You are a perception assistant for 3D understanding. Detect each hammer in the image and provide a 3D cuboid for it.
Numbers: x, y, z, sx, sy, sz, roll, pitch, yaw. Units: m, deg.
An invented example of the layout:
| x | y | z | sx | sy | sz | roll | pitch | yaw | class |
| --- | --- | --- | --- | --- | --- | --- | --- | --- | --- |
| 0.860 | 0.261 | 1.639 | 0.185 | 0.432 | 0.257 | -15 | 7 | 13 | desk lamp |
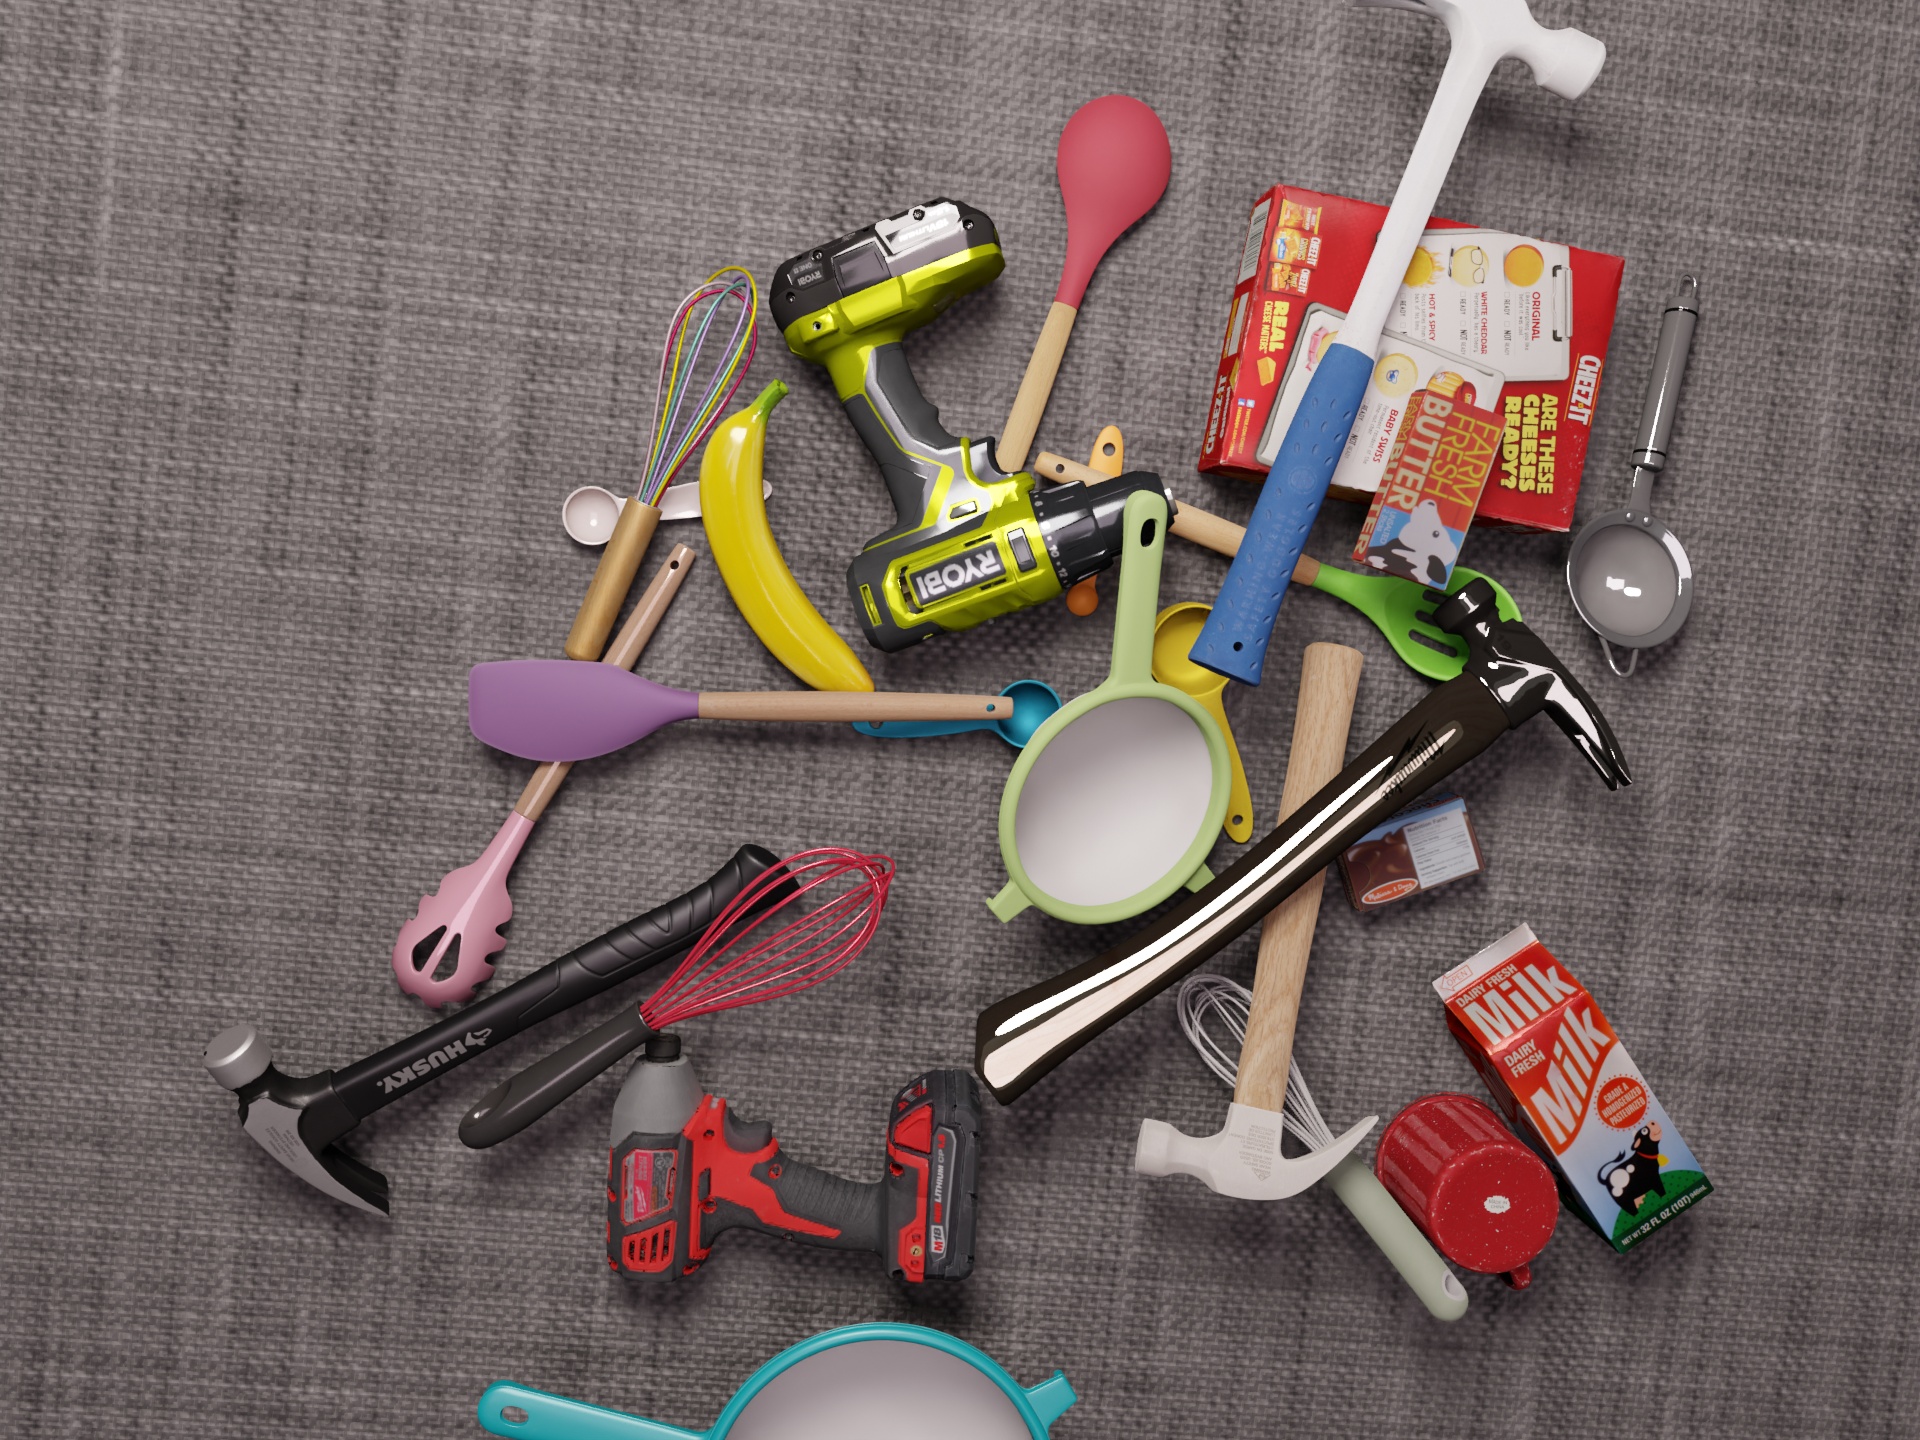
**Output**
| x | y | z | sx | sy | sz | roll | pitch | yaw | class |
| --- | --- | --- | --- | --- | --- | --- | --- | --- | --- |
| 0.216 | -0.216 | 0.881 | 0.144 | 0.035 | 0.405 | 22 | 90 | -6 | hammer |
| -0.248 | 0.168 | 0.934 | 0.335 | 0.035 | 0.146 | -27 | 122 | -8 | hammer |
| 0.185 | 0.093 | 0.913 | 0.410 | 0.038 | 0.146 | -36 | 79 | -4 | hammer |
| 0.198 | 0.115 | 0.941 | 0.130 | 0.031 | 0.331 | 11 | 79 | 6 | hammer |

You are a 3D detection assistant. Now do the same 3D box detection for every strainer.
| x | y | z | sx | sy | sz | roll | pitch | yaw | class |
| --- | --- | --- | --- | --- | --- | --- | --- | --- | --- |
| -0.112 | 0.433 | 0.949 | 0.340 | 0.095 | 0.211 | 16 | 90 | -3 | strainer |
| 0.083 | -0.010 | 0.922 | 0.151 | 0.069 | 0.256 | -5 | 110 | -24 | strainer |
| 0.419 | -0.150 | 0.974 | 0.087 | 0.050 | 0.258 | 14 | 87 | -11 | strainer |

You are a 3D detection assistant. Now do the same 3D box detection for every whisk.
| x | y | z | sx | sy | sz | roll | pitch | yaw | class |
| --- | --- | --- | --- | --- | --- | --- | --- | --- | --- |
| -0.163 | 0.160 | 0.912 | 0.296 | 0.073 | 0.073 | -33 | 96 | 1 | whisk |
| -0.174 | -0.146 | 0.918 | 0.047 | 0.051 | 0.245 | 26 | 98 | 5 | whisk |
| 0.215 | 0.253 | 0.953 | 0.246 | 0.058 | 0.059 | 52 | 130 | 14 | whisk |

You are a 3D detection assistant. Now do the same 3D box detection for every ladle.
| x | y | z | sx | sy | sz | roll | pitch | yaw | class |
| --- | --- | --- | --- | --- | --- | --- | --- | --- | --- |
| 0.052 | -0.223 | 0.950 | 0.069 | 0.031 | 0.315 | 19 | 94 | -5 | ladle |

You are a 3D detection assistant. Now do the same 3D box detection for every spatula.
| x | y | z | sx | sy | sz | roll | pitch | yaw | class |
| --- | --- | --- | --- | --- | --- | --- | --- | --- | --- |
| -0.127 | -0.006 | 0.929 | 0.316 | 0.018 | 0.060 | 0 | 96 | -4 | spatula |

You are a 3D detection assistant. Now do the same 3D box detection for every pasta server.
| x | y | z | sx | sy | sz | roll | pitch | yaw | class |
| --- | --- | --- | --- | --- | --- | --- | --- | --- | --- |
| -0.244 | 0.033 | 0.946 | 0.060 | 0.040 | 0.316 | 31 | 87 | -6 | pasta server |

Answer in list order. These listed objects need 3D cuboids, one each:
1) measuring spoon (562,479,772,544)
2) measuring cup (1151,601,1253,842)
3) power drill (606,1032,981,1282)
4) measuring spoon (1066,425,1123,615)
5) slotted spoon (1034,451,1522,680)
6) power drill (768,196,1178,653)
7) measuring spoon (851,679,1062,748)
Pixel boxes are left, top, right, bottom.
| x | y | z | sx | sy | sz | roll | pitch | yaw | class |
| --- | --- | --- | --- | --- | --- | --- | --- | --- | --- |
| -0.174 | -0.129 | 0.947 | 0.124 | 0.018 | 0.034 | -10 | 102 | -10 | measuring spoon |
| 0.152 | 0.001 | 0.977 | 0.062 | 0.029 | 0.156 | -18 | 107 | -3 | measuring cup |
| -0.100 | 0.261 | 0.948 | 0.219 | 0.078 | 0.143 | 2 | 93 | -1 | power drill |
| 0.083 | -0.121 | 0.964 | 0.021 | 0.011 | 0.117 | 10 | 93 | -5 | measuring spoon |
| 0.192 | -0.100 | 0.963 | 0.313 | 0.031 | 0.070 | 21 | 92 | -6 | slotted spoon |
| 0.004 | -0.171 | 0.909 | 0.190 | 0.080 | 0.228 | -20 | 93 | 8 | power drill |
| -0.002 | -0.003 | 0.968 | 0.128 | 0.021 | 0.042 | -3 | 99 | 5 | measuring spoon |
